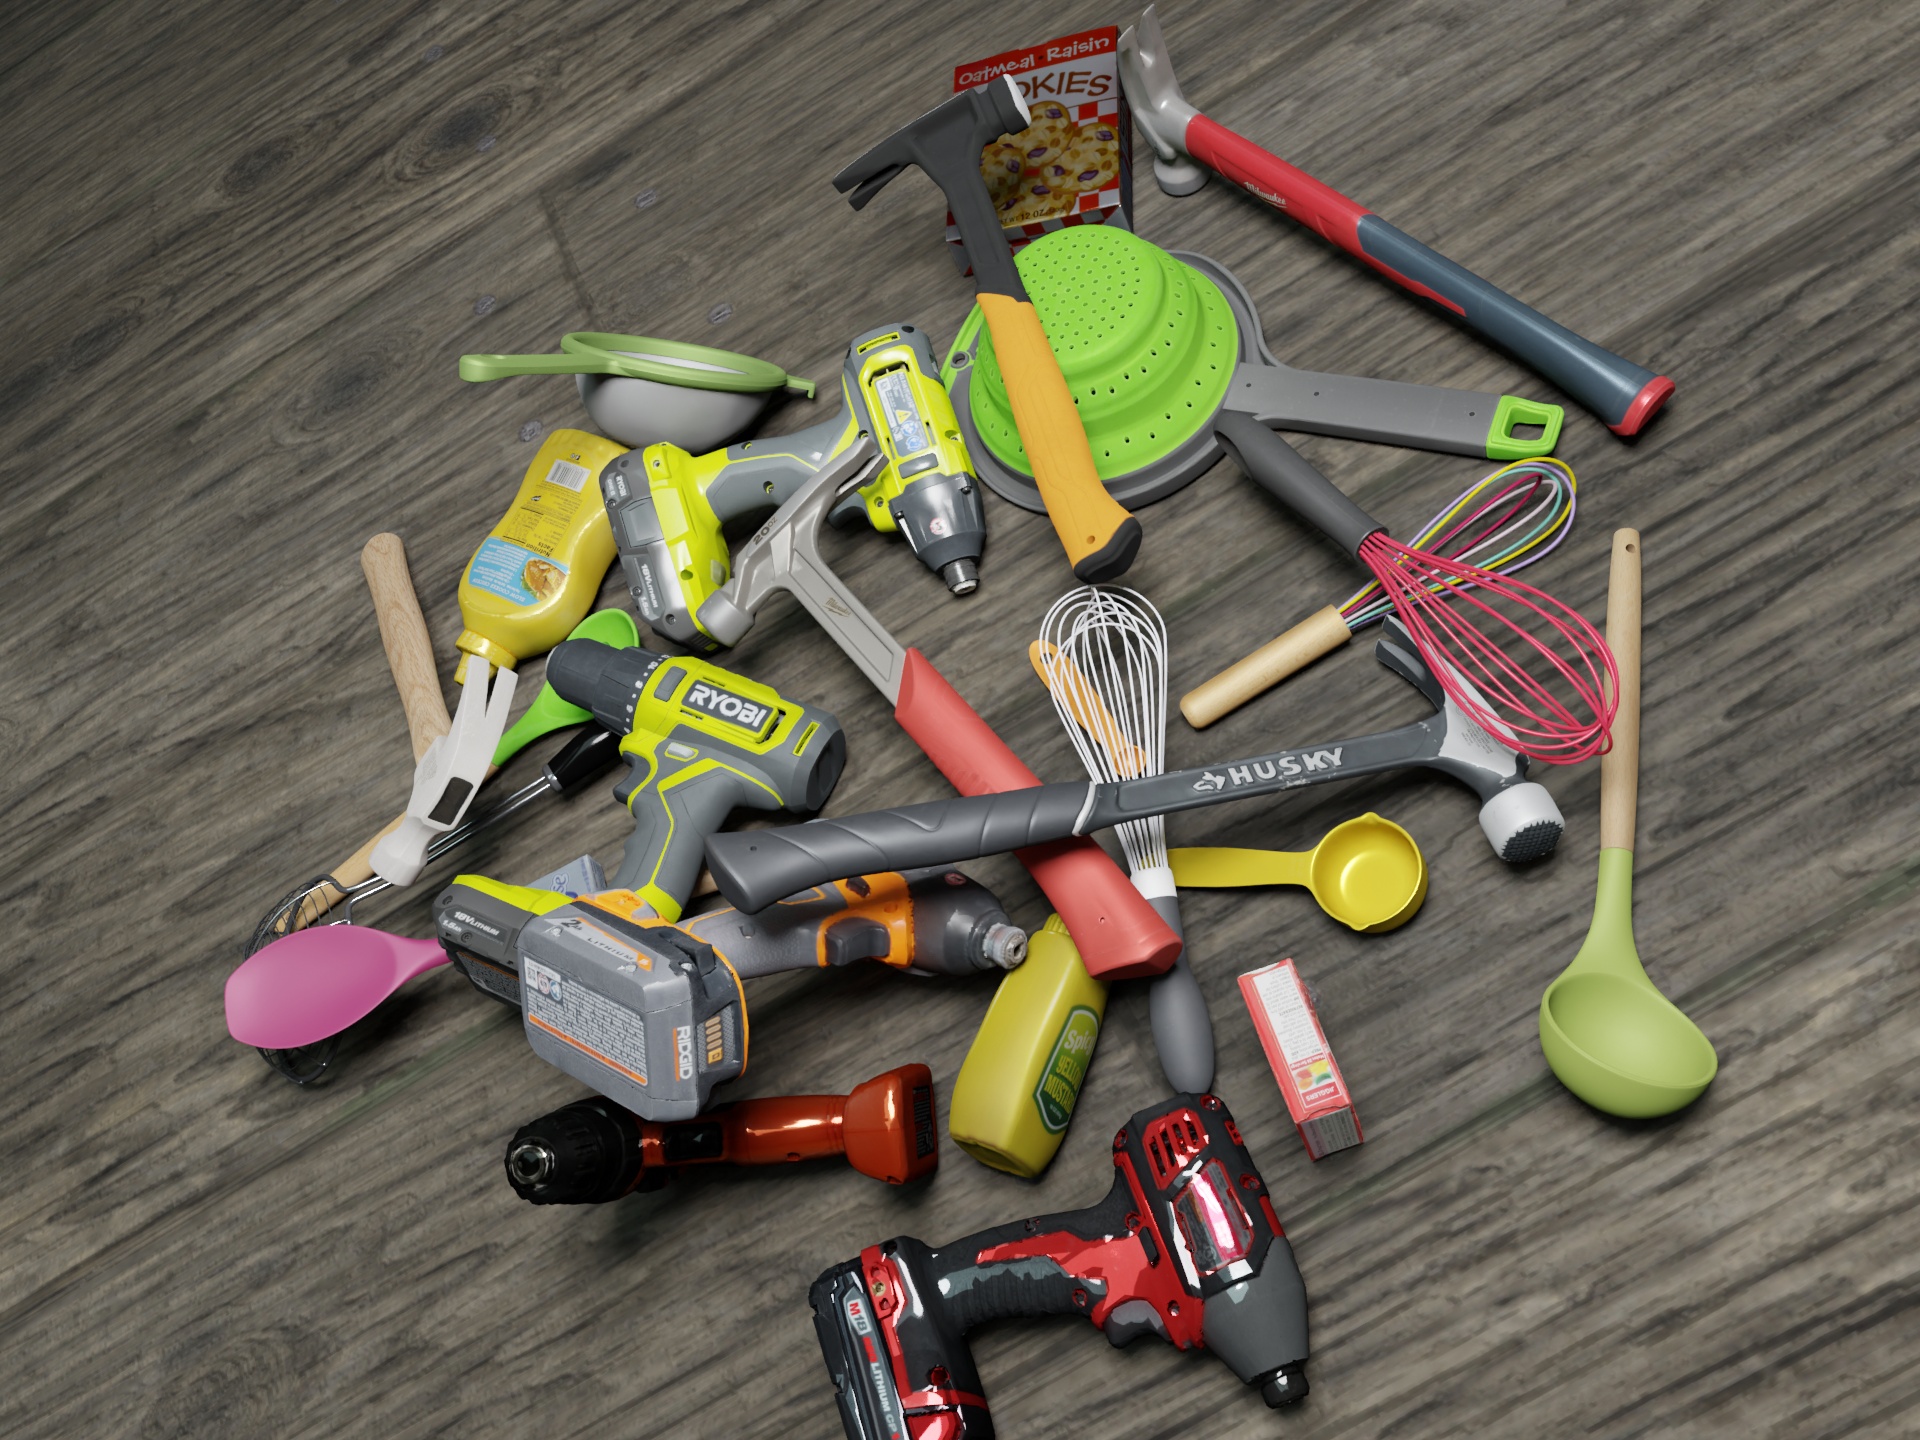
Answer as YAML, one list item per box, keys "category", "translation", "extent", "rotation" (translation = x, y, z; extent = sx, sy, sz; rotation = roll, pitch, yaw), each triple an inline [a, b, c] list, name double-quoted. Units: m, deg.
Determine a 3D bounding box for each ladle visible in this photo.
- category: "ladle"
  translation: [0.326, 0.036, 0.775]
  extent: [0.078, 0.062, 0.320]
  rotation: [13, 65, 1]

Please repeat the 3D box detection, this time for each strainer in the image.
- category: "strainer"
  translation: [-0.223, -0.205, 1.031]
  extent: [0.151, 0.256, 0.069]
  rotation: [20, 111, 27]

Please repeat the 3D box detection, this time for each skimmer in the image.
- category: "skimmer"
  translation: [-0.298, 0.087, 1.009]
  extent: [0.363, 0.090, 0.127]
  rotation: [-34, 46, -9]

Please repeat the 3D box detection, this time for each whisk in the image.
- category: "whisk"
  translation: [0.227, -0.081, 0.824]
  extent: [0.073, 0.073, 0.296]
  rotation: [-40, 54, -1]
- category: "whisk"
  translation: [0.227, -0.070, 0.874]
  extent: [0.245, 0.047, 0.051]
  rotation: [-32, 59, 8]
- category: "whisk"
  translation: [0.097, 0.057, 0.844]
  extent: [0.070, 0.070, 0.285]
  rotation: [-15, 71, 14]

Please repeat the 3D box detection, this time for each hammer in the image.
- category: "hammer"
  translation: [-0.357, -0.039, 1.039]
  extent: [0.130, 0.031, 0.332]
  rotation: [-52, 39, 13]
- category: "hammer"
  translation: [-0.001, -0.003, 0.866]
  extent: [0.149, 0.036, 0.359]
  rotation: [-45, 60, 4]
- category: "hammer"
  translation: [0.079, 0.035, 0.784]
  extent: [0.409, 0.036, 0.149]
  rotation: [-9, 50, -10]
- category: "hammer"
  translation: [0.243, -0.288, 0.930]
  extent: [0.038, 0.143, 0.387]
  rotation: [-46, 62, -2]
- category: "hammer"
  translation: [0.025, -0.222, 0.923]
  extent: [0.127, 0.034, 0.337]
  rotation: [-25, 65, 15]

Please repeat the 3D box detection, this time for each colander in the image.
- category: "colander"
  translation: [0.150, -0.218, 0.946]
  extent: [0.397, 0.094, 0.204]
  rotation: [14, 71, 27]

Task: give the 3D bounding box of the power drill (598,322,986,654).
- category: "power drill"
  translation: [-0.100, -0.132, 1.004]
  extent: [0.223, 0.080, 0.171]
  rotation: [-20, 78, 9]

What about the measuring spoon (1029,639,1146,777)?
- category: "measuring spoon"
  translation: [0.073, -0.007, 0.924]
  extent: [0.021, 0.011, 0.117]
  rotation: [-36, 54, 0]

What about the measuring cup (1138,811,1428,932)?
- category: "measuring cup"
  translation: [0.168, 0.082, 0.837]
  extent: [0.156, 0.029, 0.062]
  rotation: [-2, 67, 34]

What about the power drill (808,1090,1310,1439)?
- category: "power drill"
  translation: [0.052, 0.282, 0.750]
  extent: [0.219, 0.078, 0.143]
  rotation: [-26, 59, 4]

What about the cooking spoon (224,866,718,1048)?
- category: "cooking spoon"
  translation: [-0.273, 0.128, 0.937]
  extent: [0.319, 0.017, 0.069]
  rotation: [-15, 67, -4]

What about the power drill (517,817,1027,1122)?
- category: "power drill"
  translation: [-0.085, 0.117, 0.799]
  extent: [0.164, 0.226, 0.084]
  rotation: [14, 112, 40]

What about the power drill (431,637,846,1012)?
- category: "power drill"
  translation: [-0.198, 0.057, 0.919]
  extent: [0.190, 0.080, 0.229]
  rotation: [21, 59, 14]

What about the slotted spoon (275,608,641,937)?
- category: "slotted spoon"
  translation: [-0.329, 0.040, 1.047]
  extent: [0.314, 0.031, 0.070]
  rotation: [-40, 57, 1]
